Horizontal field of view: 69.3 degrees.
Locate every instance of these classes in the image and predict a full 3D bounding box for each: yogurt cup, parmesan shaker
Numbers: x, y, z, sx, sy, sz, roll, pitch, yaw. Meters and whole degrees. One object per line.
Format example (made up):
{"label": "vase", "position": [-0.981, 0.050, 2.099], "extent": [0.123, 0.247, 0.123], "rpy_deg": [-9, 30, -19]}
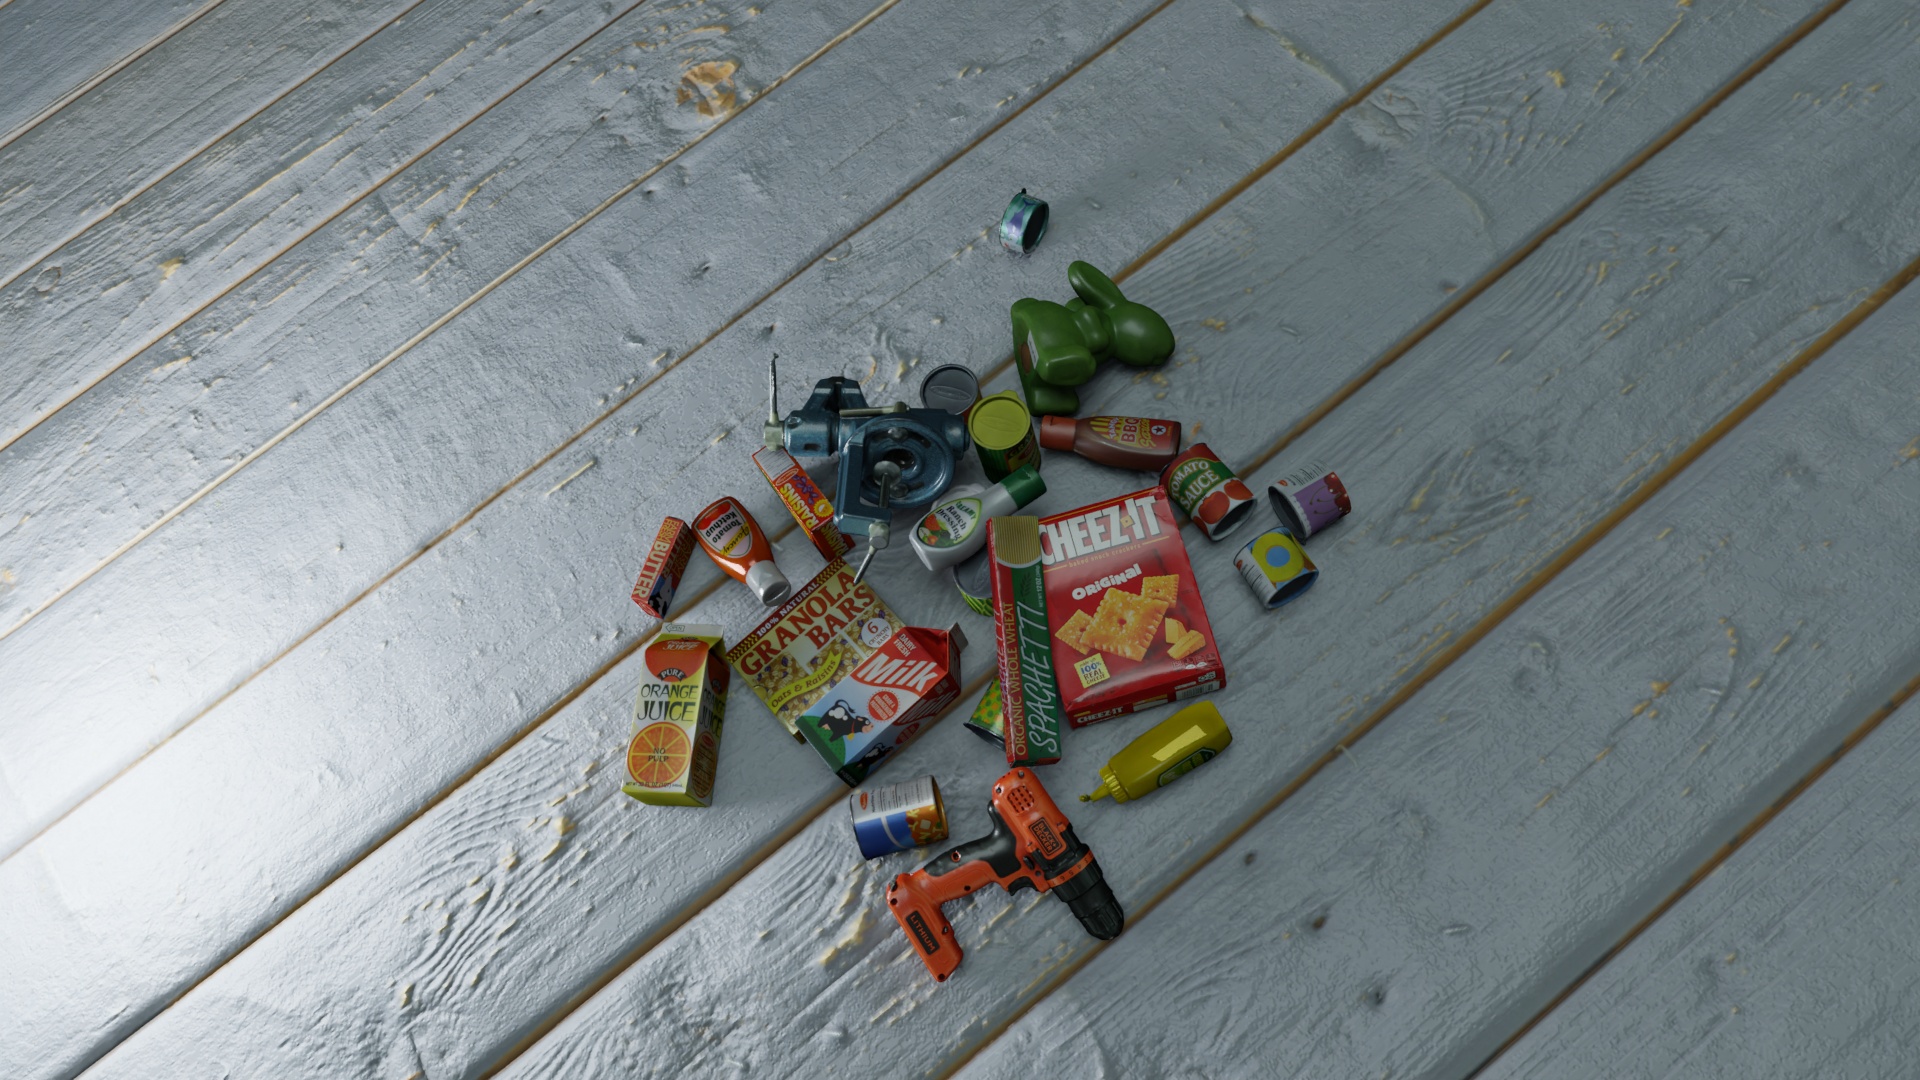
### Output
{"label": "yogurt cup", "position": [0.005, -0.019, 1.493], "extent": [0.072, 0.053, 0.072], "rpy_deg": [-4, 66, 9]}
{"label": "parmesan shaker", "position": [0.050, -0.108, 1.496], "extent": [0.071, 0.102, 0.071], "rpy_deg": [-4, 67, 9]}

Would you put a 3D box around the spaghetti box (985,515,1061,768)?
{"label": "spaghetti box", "position": [0.062, 0.097, 1.367], "extent": [0.050, 0.028, 0.250], "rpy_deg": [-1, 72, -11]}

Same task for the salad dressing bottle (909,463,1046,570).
{"label": "salad dressing bottle", "position": [0.019, -0.026, 1.437], "extent": [0.148, 0.043, 0.064], "rpy_deg": [-33, 55, -8]}

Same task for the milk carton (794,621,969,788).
{"label": "milk carton", "position": [-0.068, 0.157, 1.420], "extent": [0.191, 0.072, 0.073], "rpy_deg": [-41, 65, -8]}

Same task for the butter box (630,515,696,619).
{"label": "butter box", "position": [-0.327, 0.030, 1.536], "extent": [0.024, 0.053, 0.104], "rpy_deg": [14, 70, 15]}

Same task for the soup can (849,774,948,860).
{"label": "soup can", "position": [-0.059, 0.275, 1.372], "extent": [0.084, 0.071, 0.071], "rpy_deg": [-15, 65, 3]}

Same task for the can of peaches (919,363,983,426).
{"label": "can of peaches", "position": [-0.009, -0.153, 1.553], "extent": [0.071, 0.058, 0.071], "rpy_deg": [-4, 67, 9]}

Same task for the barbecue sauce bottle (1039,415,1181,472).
{"label": "barbecue sauce bottle", "position": [0.161, -0.109, 1.502], "extent": [0.148, 0.043, 0.065], "rpy_deg": [8, 44, 12]}

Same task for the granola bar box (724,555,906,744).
{"label": "granola bar box", "position": [-0.148, 0.114, 1.473], "extent": [0.166, 0.039, 0.124], "rpy_deg": [-42, 65, -9]}

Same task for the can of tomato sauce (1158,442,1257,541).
{"label": "can of tomato sauce", "position": [0.258, -0.050, 1.450], "extent": [0.071, 0.071, 0.083], "rpy_deg": [-37, 66, -6]}

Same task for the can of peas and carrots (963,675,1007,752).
{"label": "can of peas and carrots", "position": [0.047, 0.175, 1.394], "extent": [0.071, 0.070, 0.059], "rpy_deg": [26, 73, 20]}

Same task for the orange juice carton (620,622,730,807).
{"label": "orange juice carton", "position": [-0.293, 0.177, 1.454], "extent": [0.072, 0.072, 0.193], "rpy_deg": [0, 66, 11]}

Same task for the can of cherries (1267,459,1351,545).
{"label": "can of cherries", "position": [0.360, -0.040, 1.430], "extent": [0.058, 0.071, 0.071], "rpy_deg": [-31, 65, -4]}

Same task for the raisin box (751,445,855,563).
{"label": "raisin box", "position": [-0.171, -0.043, 1.520], "extent": [0.040, 0.086, 0.123], "rpy_deg": [-36, 65, -7]}

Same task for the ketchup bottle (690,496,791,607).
{"label": "ketchup bottle", "position": [-0.235, 0.015, 1.513], "extent": [0.065, 0.043, 0.149], "rpy_deg": [-39, 52, -8]}

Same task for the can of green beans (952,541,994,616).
{"label": "can of green beans", "position": [0.030, 0.040, 1.460], "extent": [0.071, 0.057, 0.071], "rpy_deg": [-4, 66, 9]}

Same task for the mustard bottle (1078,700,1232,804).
{"label": "mustard bottle", "position": [0.187, 0.216, 1.353], "extent": [0.160, 0.065, 0.049], "rpy_deg": [-32, 59, 2]}

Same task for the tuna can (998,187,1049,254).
{"label": "tuna can", "position": [0.076, -0.374, 1.627], "extent": [0.033, 0.071, 0.071], "rpy_deg": [25, 74, 18]}

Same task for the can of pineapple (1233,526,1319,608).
{"label": "can of pineapple", "position": [0.321, 0.027, 1.406], "extent": [0.071, 0.070, 0.058], "rpy_deg": [-30, 65, -3]}
